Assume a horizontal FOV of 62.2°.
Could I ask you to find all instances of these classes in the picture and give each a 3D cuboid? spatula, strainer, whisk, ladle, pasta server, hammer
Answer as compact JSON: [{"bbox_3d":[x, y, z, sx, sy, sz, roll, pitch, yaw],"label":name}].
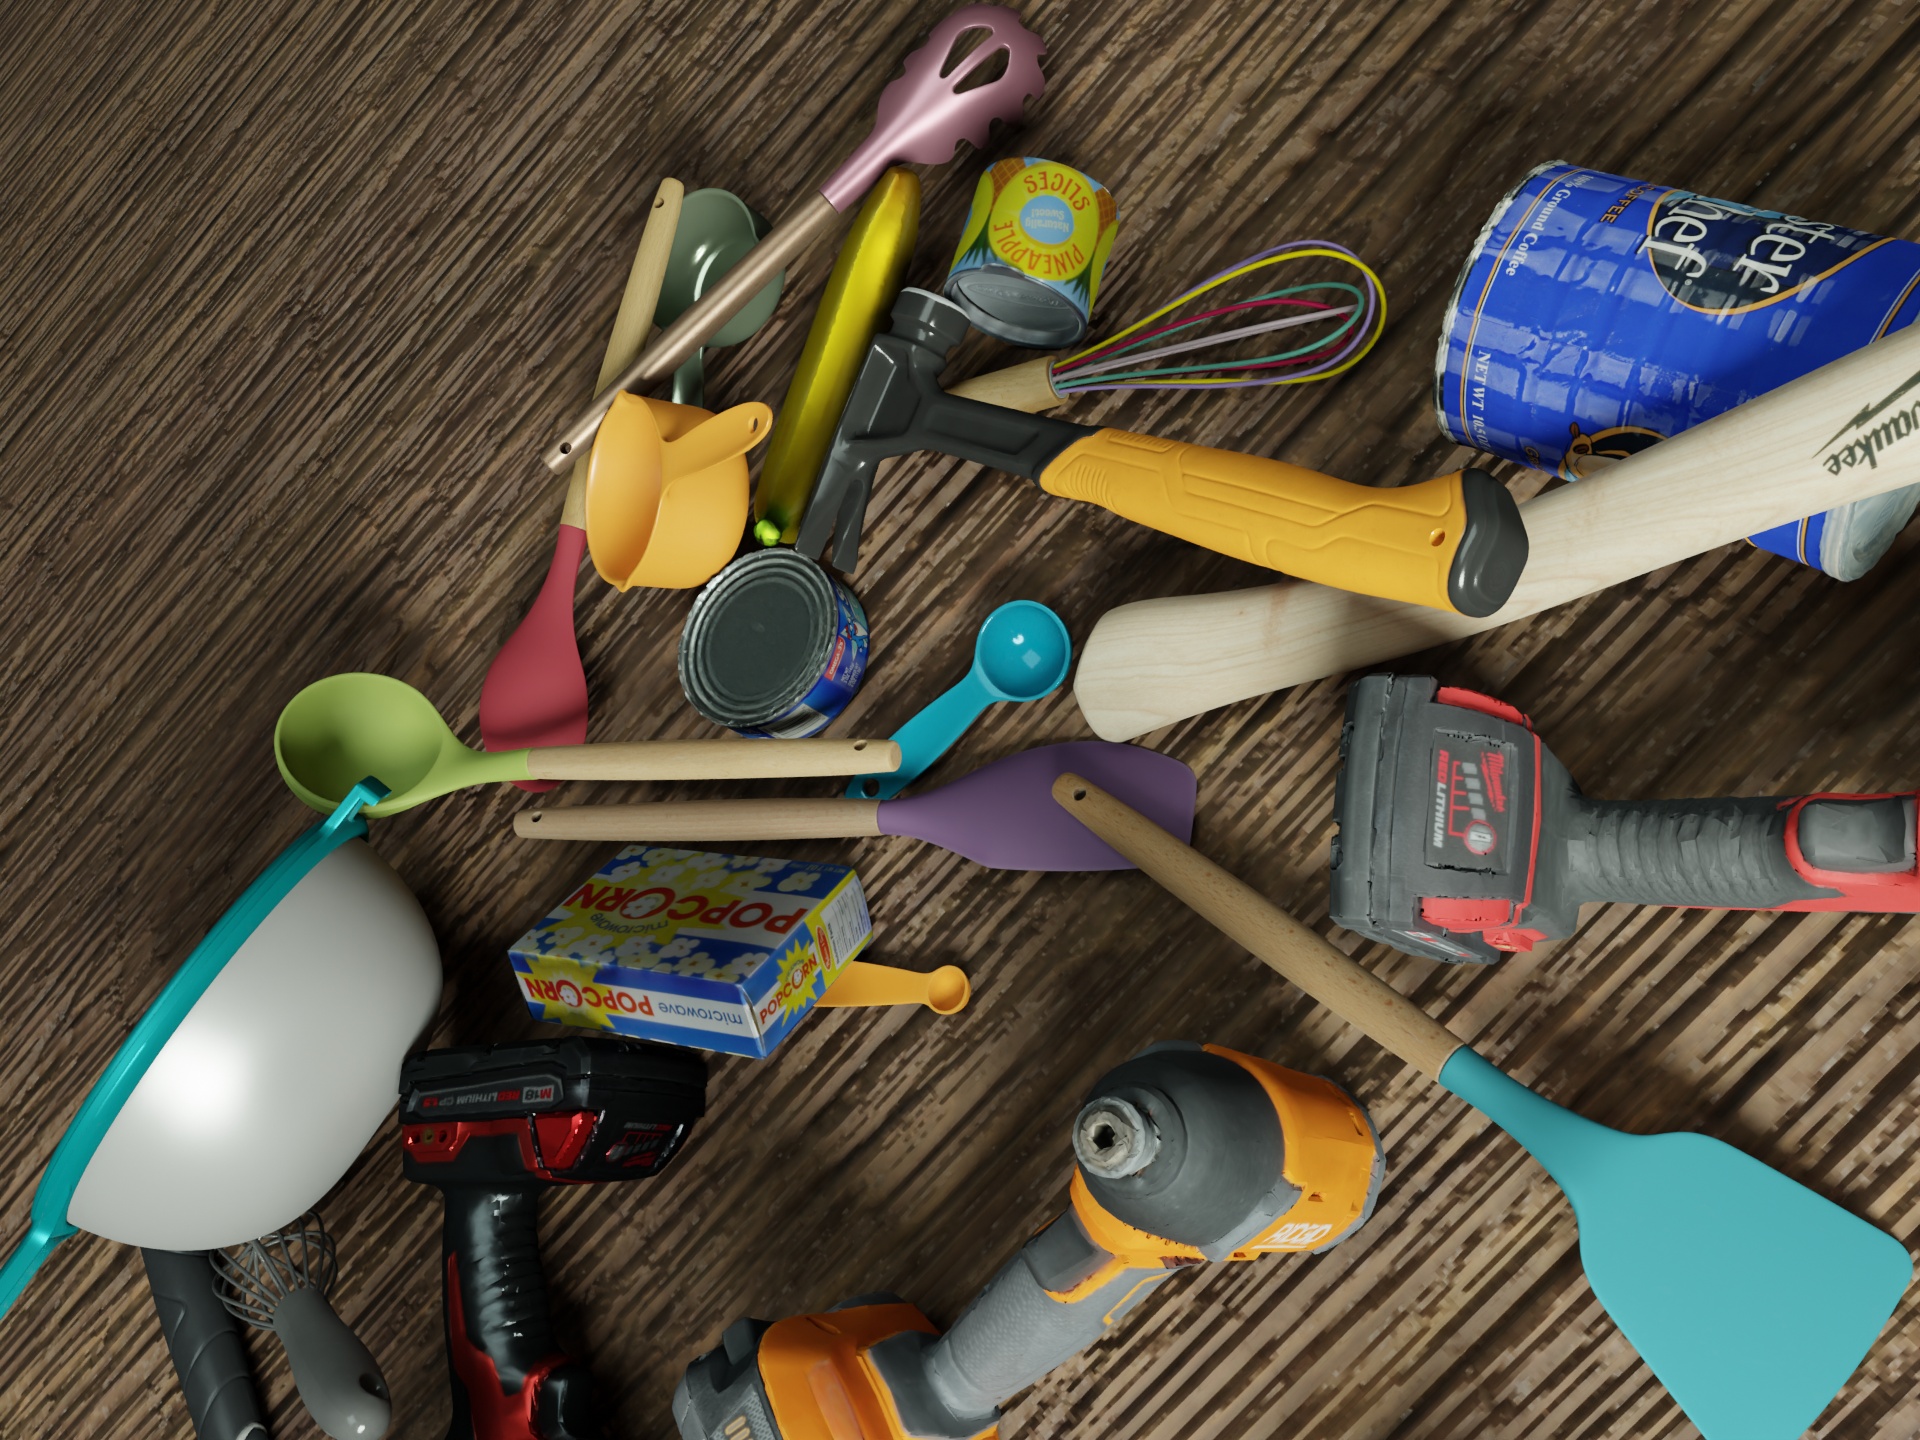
[{"bbox_3d":[-0.055,0.039,0.674,0.316,0.018,0.060,-3,56,21],"label":"spatula"},{"bbox_3d":[-0.317,0.196,0.662,0.211,0.095,0.341,-47,13,53],"label":"strainer"},{"bbox_3d":[-0.273,0.252,0.665,0.239,0.055,0.055,1,70,58],"label":"whisk"},{"bbox_3d":[0.062,-0.148,0.683,0.245,0.047,0.051,-9,56,31],"label":"whisk"},{"bbox_3d":[-0.175,0.011,0.713,0.320,0.062,0.078,-2,47,25],"label":"ladle"},{"bbox_3d":[0.145,0.105,0.537,0.082,0.044,0.318,-49,53,-6],"label":"spatula"},{"bbox_3d":[-0.183,-0.120,0.791,0.069,0.031,0.315,12,85,27],"label":"ladle"},{"bbox_3d":[-0.083,-0.229,0.766,0.316,0.040,0.060,-42,95,5],"label":"pasta server"},{"bbox_3d":[-0.318,0.352,0.713,0.149,0.036,0.409,-45,56,9],"label":"hammer"},{"bbox_3d":[0.197,-0.049,0.494,0.410,0.038,0.146,-21,87,45],"label":"hammer"},{"bbox_3d":[0.055,-0.085,0.587,0.337,0.034,0.127,25,93,49],"label":"hammer"}]

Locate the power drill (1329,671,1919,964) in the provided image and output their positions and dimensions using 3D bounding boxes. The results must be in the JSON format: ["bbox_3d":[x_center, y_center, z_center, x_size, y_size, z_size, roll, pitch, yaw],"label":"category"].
[{"bbox_3d":[0.227,0.034,0.458,0.220,0.143,0.078,1,77,32],"label":"power drill"}]

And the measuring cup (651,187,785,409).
[{"bbox_3d":[-0.126,-0.184,0.810,0.083,0.038,0.167,-1,84,30],"label":"measuring cup"}]

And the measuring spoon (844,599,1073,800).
[{"bbox_3d":[-0.001,-0.002,0.679,0.128,0.021,0.042,-41,75,20],"label":"measuring spoon"}]

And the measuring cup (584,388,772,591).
[{"bbox_3d":[-0.110,-0.110,0.712,0.173,0.052,0.095,-11,79,52],"label":"measuring cup"}]

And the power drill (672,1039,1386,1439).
[{"bbox_3d":[0.019,0.184,0.507,0.226,0.164,0.084,-41,58,13],"label":"power drill"}]

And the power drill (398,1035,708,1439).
[{"bbox_3d":[-0.152,0.245,0.635,0.188,0.080,0.227,-10,70,27],"label":"power drill"}]

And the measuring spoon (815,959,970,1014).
[{"bbox_3d":[-0.044,0.111,0.664,0.117,0.011,0.021,-3,68,33],"label":"measuring spoon"}]
